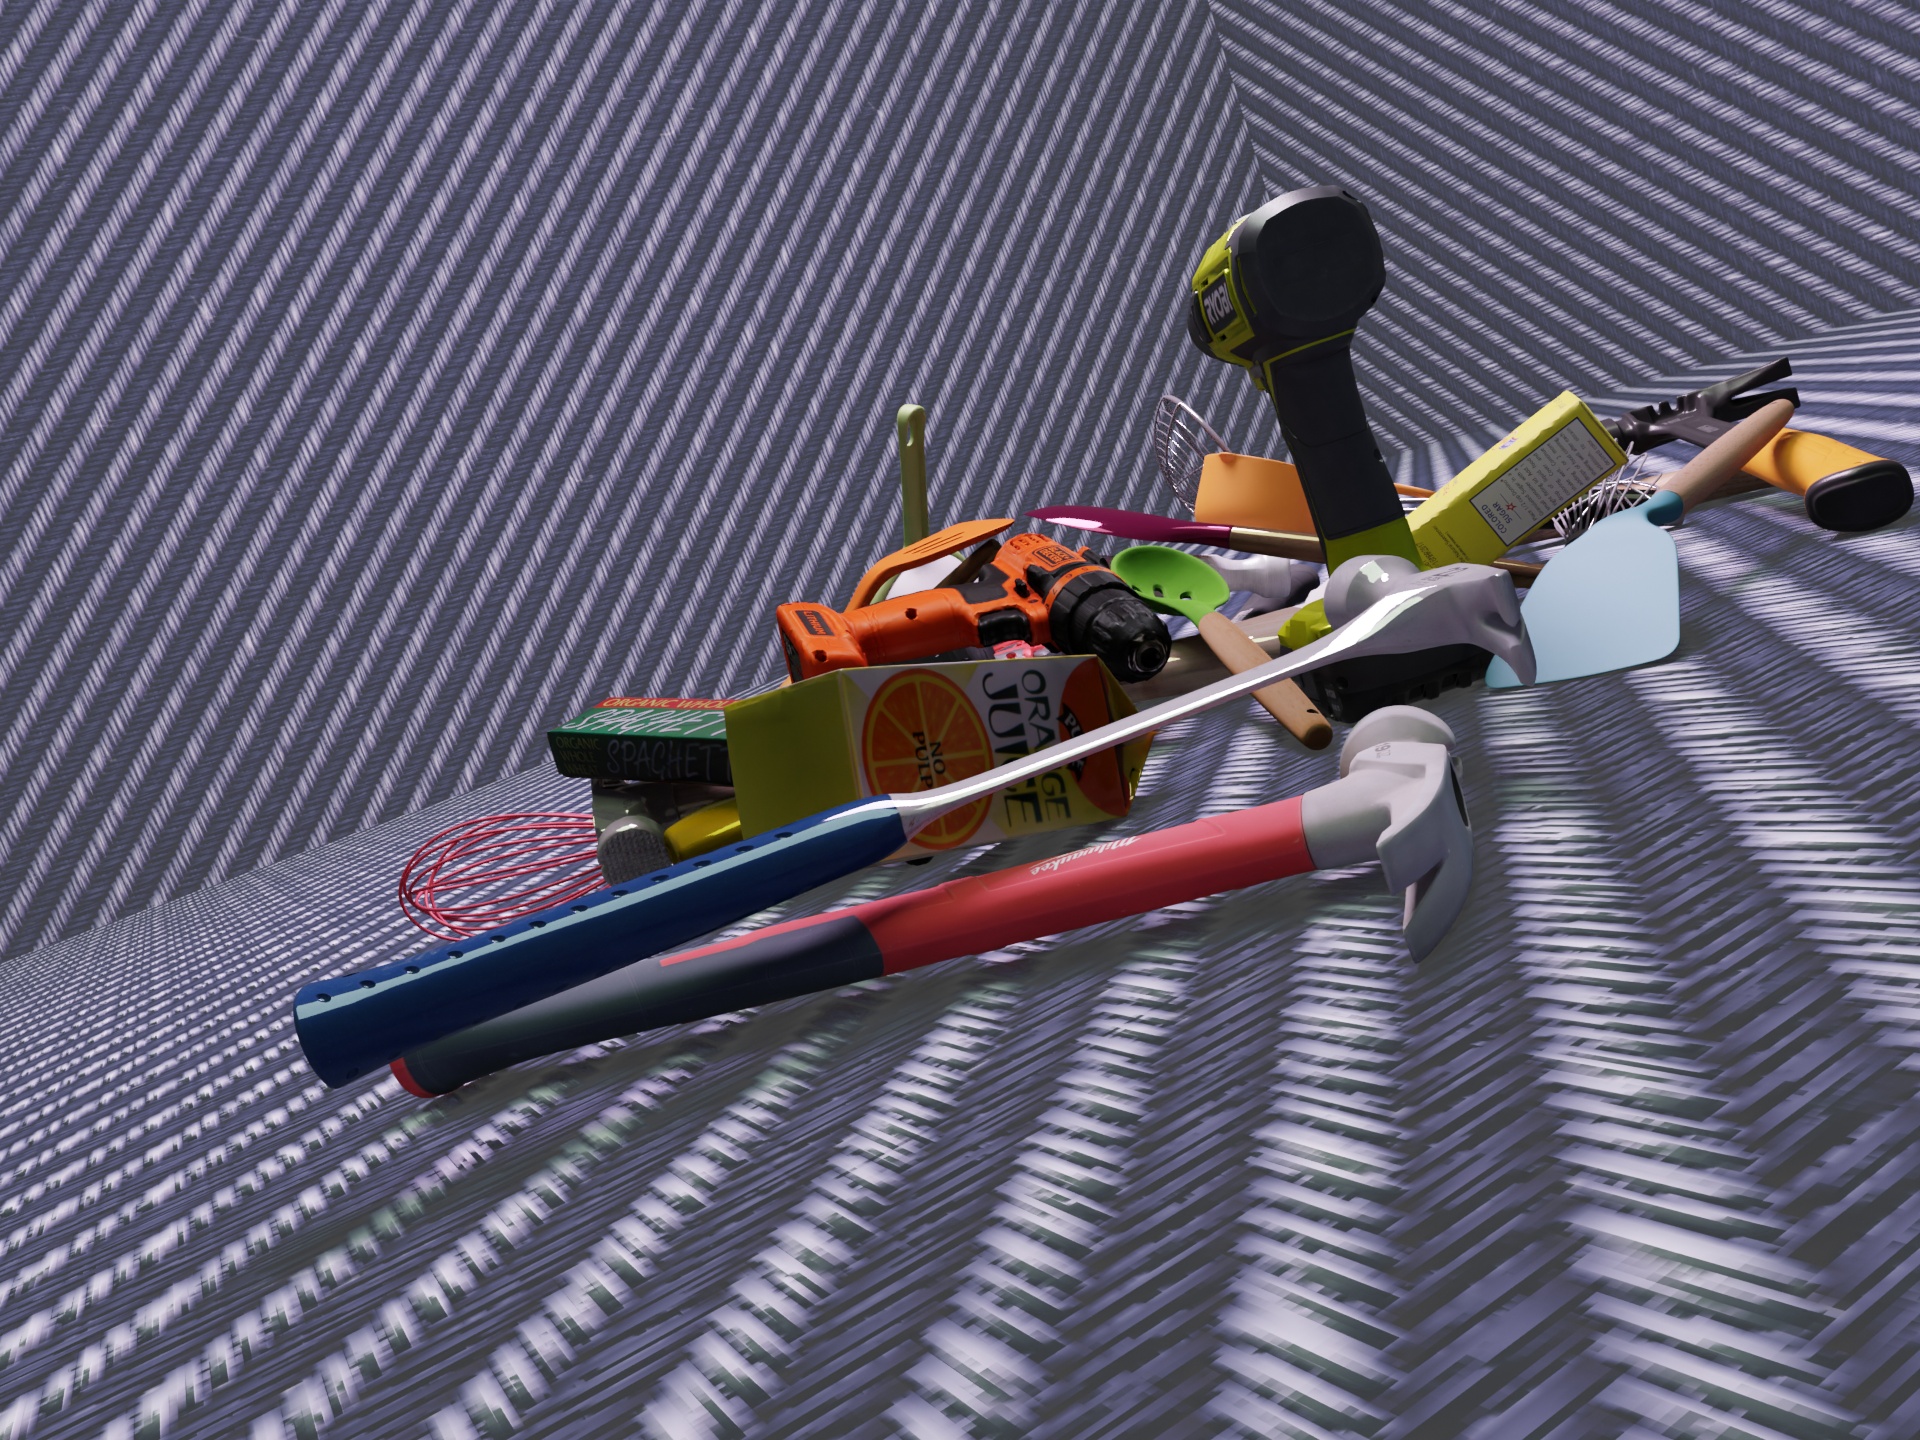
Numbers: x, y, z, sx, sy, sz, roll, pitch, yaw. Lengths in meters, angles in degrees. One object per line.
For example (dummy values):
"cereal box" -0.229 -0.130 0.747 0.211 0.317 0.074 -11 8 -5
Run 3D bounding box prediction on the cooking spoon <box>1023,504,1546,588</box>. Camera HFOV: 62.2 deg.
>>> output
"cooking spoon" 0.188 -0.107 0.951 0.319 0.017 0.068 11 13 24

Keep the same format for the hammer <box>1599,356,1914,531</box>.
"hammer" 0.454 -0.154 0.888 0.127 0.034 0.337 -18 13 14

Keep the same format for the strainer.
"strainer" -0.010 -0.105 1.180 0.069 0.256 0.151 15 30 34

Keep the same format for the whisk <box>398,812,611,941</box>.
"whisk" -0.177 0.068 0.919 0.296 0.073 0.073 -14 6 -6

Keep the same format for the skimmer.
"skimmer" 0.294 -0.170 1.069 0.363 0.090 0.127 6 -24 34

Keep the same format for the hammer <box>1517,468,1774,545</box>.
"hammer" 0.401 -0.135 1.074 0.331 0.031 0.130 -12 9 45

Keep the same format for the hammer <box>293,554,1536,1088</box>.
"hammer" -0.010 0.027 0.510 0.405 0.035 0.144 -21 9 -6

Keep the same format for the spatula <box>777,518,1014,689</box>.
"spatula" -0.089 -0.024 1.003 0.323 0.041 0.081 -51 24 -15

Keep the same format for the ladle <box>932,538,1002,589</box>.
"ladle" -0.077 -0.026 1.116 0.315 0.031 0.069 -41 -13 32

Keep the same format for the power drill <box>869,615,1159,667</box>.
"power drill" 0.036 -0.031 1.079 0.143 0.078 0.219 -14 5 39

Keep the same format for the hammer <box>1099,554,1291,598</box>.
"hammer" 0.149 -0.102 1.137 0.128 0.033 0.331 -1 5 4

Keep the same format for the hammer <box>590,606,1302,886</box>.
"hammer" -0.001 -0.003 0.889 0.410 0.038 0.146 -15 25 -8

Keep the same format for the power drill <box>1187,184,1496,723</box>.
"power drill" 0.167 -0.123 0.752 0.080 0.228 0.190 -19 6 -1

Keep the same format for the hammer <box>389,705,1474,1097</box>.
"hammer" -0.034 0.076 0.509 0.386 0.038 0.143 -17 8 20

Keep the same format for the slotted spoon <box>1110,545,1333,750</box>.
"slotted spoon" 0.133 -0.042 0.815 0.070 0.031 0.314 5 18 -8

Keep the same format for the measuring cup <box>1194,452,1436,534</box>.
"measuring cup" 0.221 -0.128 0.993 0.095 0.052 0.174 10 5 -40

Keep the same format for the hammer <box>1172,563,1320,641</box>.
"hammer" 0.200 -0.070 1.098 0.146 0.035 0.335 -16 7 22

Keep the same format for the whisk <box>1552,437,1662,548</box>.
"whisk" 0.337 -0.097 0.845 0.070 0.070 0.284 -15 13 31

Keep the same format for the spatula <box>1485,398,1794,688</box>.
"spatula" 0.340 -0.097 0.743 0.082 0.044 0.317 -13 13 47
